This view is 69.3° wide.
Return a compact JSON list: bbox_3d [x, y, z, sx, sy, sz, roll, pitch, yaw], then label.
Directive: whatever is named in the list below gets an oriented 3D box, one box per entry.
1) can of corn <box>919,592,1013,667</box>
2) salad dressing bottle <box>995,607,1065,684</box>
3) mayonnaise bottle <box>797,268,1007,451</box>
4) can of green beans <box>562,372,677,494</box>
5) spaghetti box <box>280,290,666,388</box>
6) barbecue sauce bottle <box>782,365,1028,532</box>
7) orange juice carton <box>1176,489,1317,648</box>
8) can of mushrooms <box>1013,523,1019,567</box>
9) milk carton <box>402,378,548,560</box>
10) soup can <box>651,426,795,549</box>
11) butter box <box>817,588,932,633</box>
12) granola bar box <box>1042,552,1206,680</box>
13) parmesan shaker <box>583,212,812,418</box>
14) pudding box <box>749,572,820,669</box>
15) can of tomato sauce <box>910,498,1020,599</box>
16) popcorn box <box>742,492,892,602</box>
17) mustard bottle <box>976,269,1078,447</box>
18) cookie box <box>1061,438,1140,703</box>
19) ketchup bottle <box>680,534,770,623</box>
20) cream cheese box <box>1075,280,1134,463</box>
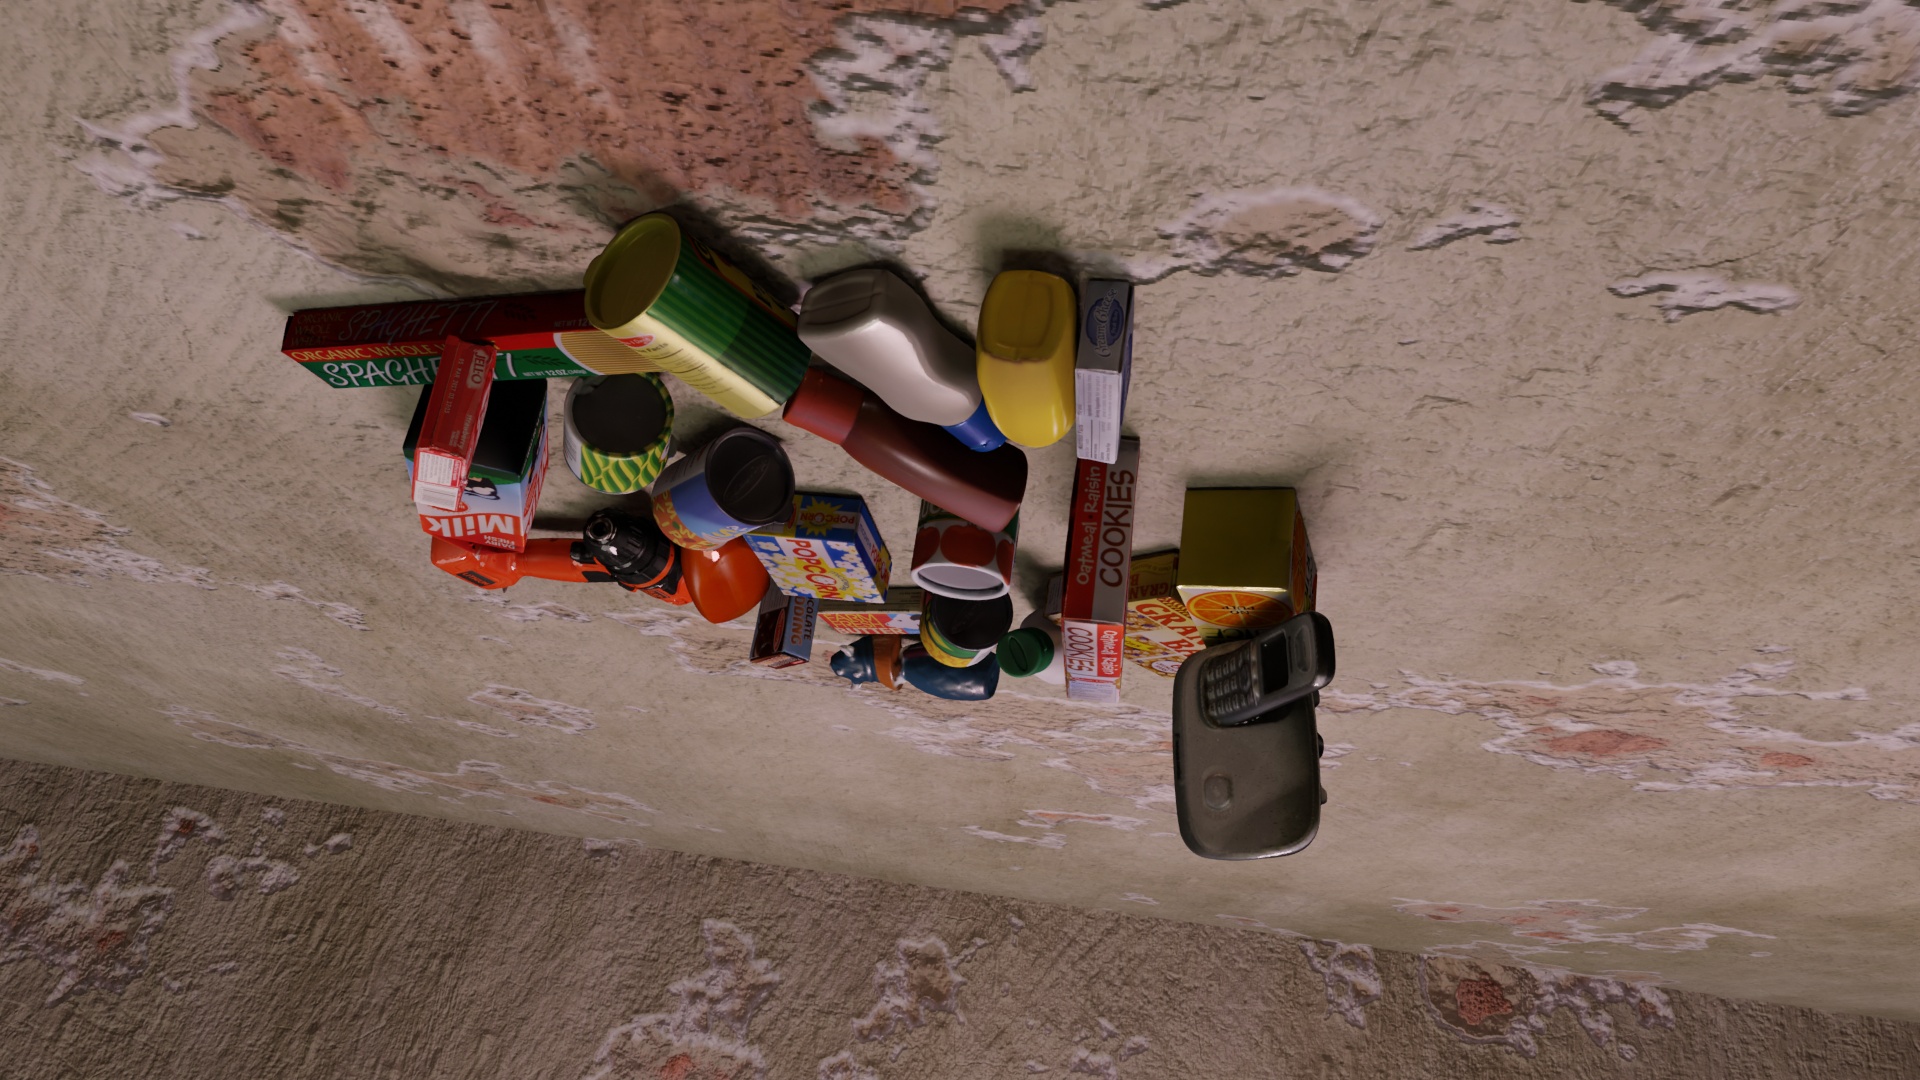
[{"bbox_3d":[0.001,0.062,1.114,0.071,0.071,0.058,12,158,-9],"label":"can of corn"},{"bbox_3d":[0.066,0.085,1.103,0.044,0.064,0.148,-26,171,16],"label":"salad dressing bottle"},{"bbox_3d":[-0.022,-0.095,0.766,0.064,0.041,0.148,-7,155,33],"label":"mayonnaise bottle"},{"bbox_3d":[-0.213,-0.070,0.863,0.071,0.071,0.057,13,157,-11],"label":"can of green beans"},{"bbox_3d":[-0.288,-0.118,0.821,0.250,0.029,0.050,0,156,20],"label":"spaghetti box"},{"bbox_3d":[-0.033,-0.059,0.836,0.148,0.065,0.043,24,126,-15],"label":"barbecue sauce bottle"},{"bbox_3d":[0.205,0.036,0.966,0.073,0.072,0.192,0,157,20],"label":"orange juice carton"},{"bbox_3d":[0.009,-0.003,0.992,0.071,0.033,0.070,8,158,3],"label":"can of mushrooms"},{"bbox_3d":[-0.326,-0.048,0.949,0.073,0.072,0.189,13,158,-11],"label":"milk carton"},{"bbox_3d":[-0.159,-0.031,0.935,0.071,0.071,0.083,23,155,-31],"label":"soup can"},{"bbox_3d":[-0.068,0.061,1.190,0.103,0.024,0.053,-1,156,22],"label":"butter box"},{"bbox_3d":[0.165,0.062,1.090,0.124,0.039,0.165,-12,150,43],"label":"granola bar box"},{"bbox_3d":[-0.136,-0.115,0.725,0.071,0.071,0.103,-8,154,35],"label":"parmesan shaker"},{"bbox_3d":[-0.142,0.060,1.135,0.030,0.084,0.049,25,152,-35],"label":"pudding box"},{"bbox_3d":[0.003,-0.011,0.905,0.071,0.083,0.071,7,158,3],"label":"can of tomato sauce"},{"bbox_3d":[-0.105,0.006,1.049,0.085,0.038,0.126,4,158,10],"label":"popcorn box"},{"bbox_3d":[0.038,-0.084,0.742,0.049,0.065,0.159,9,162,9],"label":"mustard bottle"},{"bbox_3d":[0.090,0.023,0.905,0.040,0.123,0.167,5,158,7],"label":"cookie box"},{"bbox_3d":[-0.185,0.009,1.063,0.043,0.065,0.148,48,162,22],"label":"ketchup bottle"},{"bbox_3d":[0.076,-0.087,0.733,0.024,0.053,0.103,7,158,8],"label":"cream cheese box"}]
